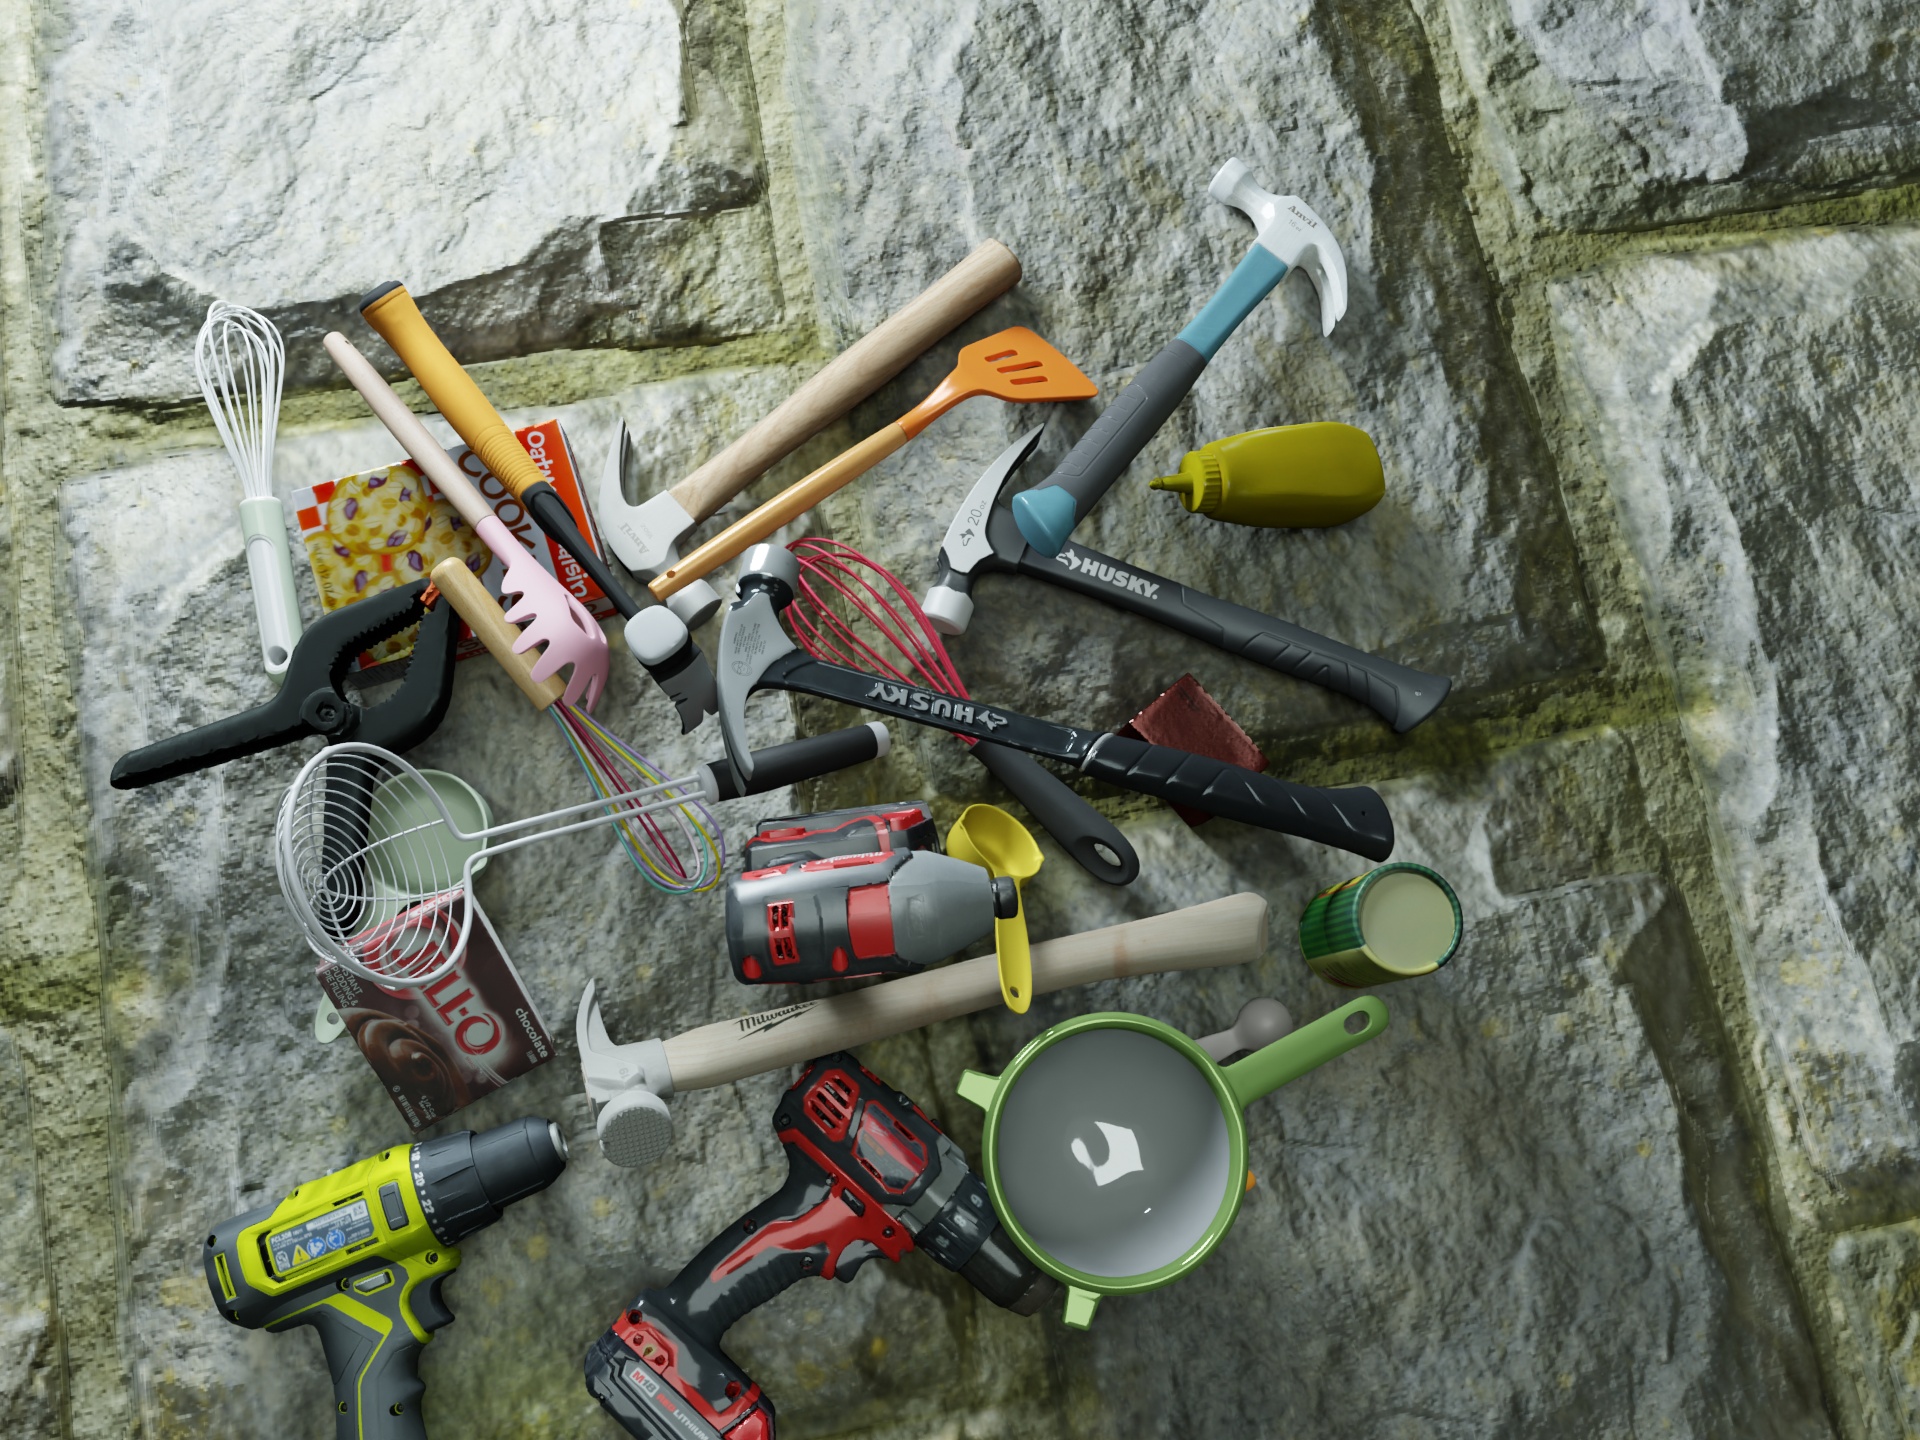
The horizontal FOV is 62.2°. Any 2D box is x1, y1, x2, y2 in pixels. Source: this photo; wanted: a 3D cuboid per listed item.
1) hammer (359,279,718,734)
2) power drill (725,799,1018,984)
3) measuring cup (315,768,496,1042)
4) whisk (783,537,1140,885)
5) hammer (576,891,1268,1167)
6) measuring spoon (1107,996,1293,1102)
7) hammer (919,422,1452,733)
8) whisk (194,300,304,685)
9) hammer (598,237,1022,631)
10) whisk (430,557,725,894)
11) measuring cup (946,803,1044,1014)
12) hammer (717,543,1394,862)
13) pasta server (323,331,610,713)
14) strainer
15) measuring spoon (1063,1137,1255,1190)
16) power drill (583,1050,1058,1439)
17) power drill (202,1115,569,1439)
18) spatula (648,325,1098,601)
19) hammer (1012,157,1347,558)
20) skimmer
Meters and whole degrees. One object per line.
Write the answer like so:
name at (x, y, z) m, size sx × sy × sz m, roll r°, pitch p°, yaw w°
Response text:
hammer at (-0.250, -0.134, 0.931) m, size 0.034 × 0.127 × 0.337 m, roll -37°, pitch 72°, yaw -10°
power drill at (-0.051, 0.093, 0.856) m, size 0.143 × 0.220 × 0.078 m, roll -7°, pitch 92°, yaw -6°
measuring cup at (-0.330, 0.109, 0.931) m, size 0.083 × 0.038 × 0.167 m, roll 24°, pitch 83°, yaw 2°
whisk at (-0.002, -0.003, 0.973) m, size 0.296 × 0.073 × 0.073 m, roll 43°, pitch 77°, yaw -1°
hammer at (-0.013, 0.154, 0.924) m, size 0.410 × 0.146 × 0.038 m, roll -11°, pitch 113°, yaw -17°
measuring spoon at (0.145, 0.202, 0.957) m, size 0.124 × 0.018 × 0.034 m, roll -22°, pitch 80°, yaw -9°
hammer at (0.153, -0.073, 1.015) m, size 0.335 × 0.035 × 0.146 m, roll 21°, pitch 76°, yaw 0°
whisk at (-0.430, -0.140, 0.975) m, size 0.058 × 0.059 × 0.246 m, roll -13°, pitch 83°, yaw 5°
hammer at (-0.093, -0.207, 1.027) m, size 0.331 × 0.031 × 0.130 m, roll -41°, pitch 84°, yaw -13°
whisk at (-0.226, 0.008, 0.931) m, size 0.051 × 0.047 × 0.245 m, roll -43°, pitch 100°, yaw -27°
measuring cup at (0.021, 0.113, 0.921) m, size 0.062 × 0.029 × 0.157 m, roll 25°, pitch 36°, yaw -23°
hammer at (0.059, 0.017, 0.908) m, size 0.409 × 0.036 × 0.149 m, roll 15°, pitch 57°, yaw -9°
pasta server at (-0.297, -0.126, 0.933) m, size 0.040 × 0.060 × 0.316 m, roll -46°, pitch 68°, yaw 7°
strainer at (0.129, 0.223, 0.916) m, size 0.256 × 0.069 × 0.151 m, roll -24°, pitch 80°, yaw -14°
measuring spoon at (0.119, 0.265, 0.943) m, size 0.117 × 0.011 × 0.021 m, roll 9°, pitch 76°, yaw -3°
power drill at (-0.074, 0.322, 0.883) m, size 0.188 × 0.080 × 0.227 m, roll 41°, pitch 74°, yaw 5°
power drill at (-0.280, 0.341, 0.858) m, size 0.190 × 0.080 × 0.229 m, roll -21°, pitch 77°, yaw -9°
spatula at (-0.055, -0.160, 0.990) m, size 0.322 × 0.041 × 0.081 m, roll -36°, pitch 64°, yaw -17°
hammer at (0.139, -0.229, 1.029) m, size 0.128 × 0.033 × 0.331 m, roll 38°, pitch 67°, yaw 4°
skimmer at (-0.182, 0.044, 0.864) m, size 0.363 × 0.090 × 0.127 m, roll -15°, pitch 83°, yaw -32°
